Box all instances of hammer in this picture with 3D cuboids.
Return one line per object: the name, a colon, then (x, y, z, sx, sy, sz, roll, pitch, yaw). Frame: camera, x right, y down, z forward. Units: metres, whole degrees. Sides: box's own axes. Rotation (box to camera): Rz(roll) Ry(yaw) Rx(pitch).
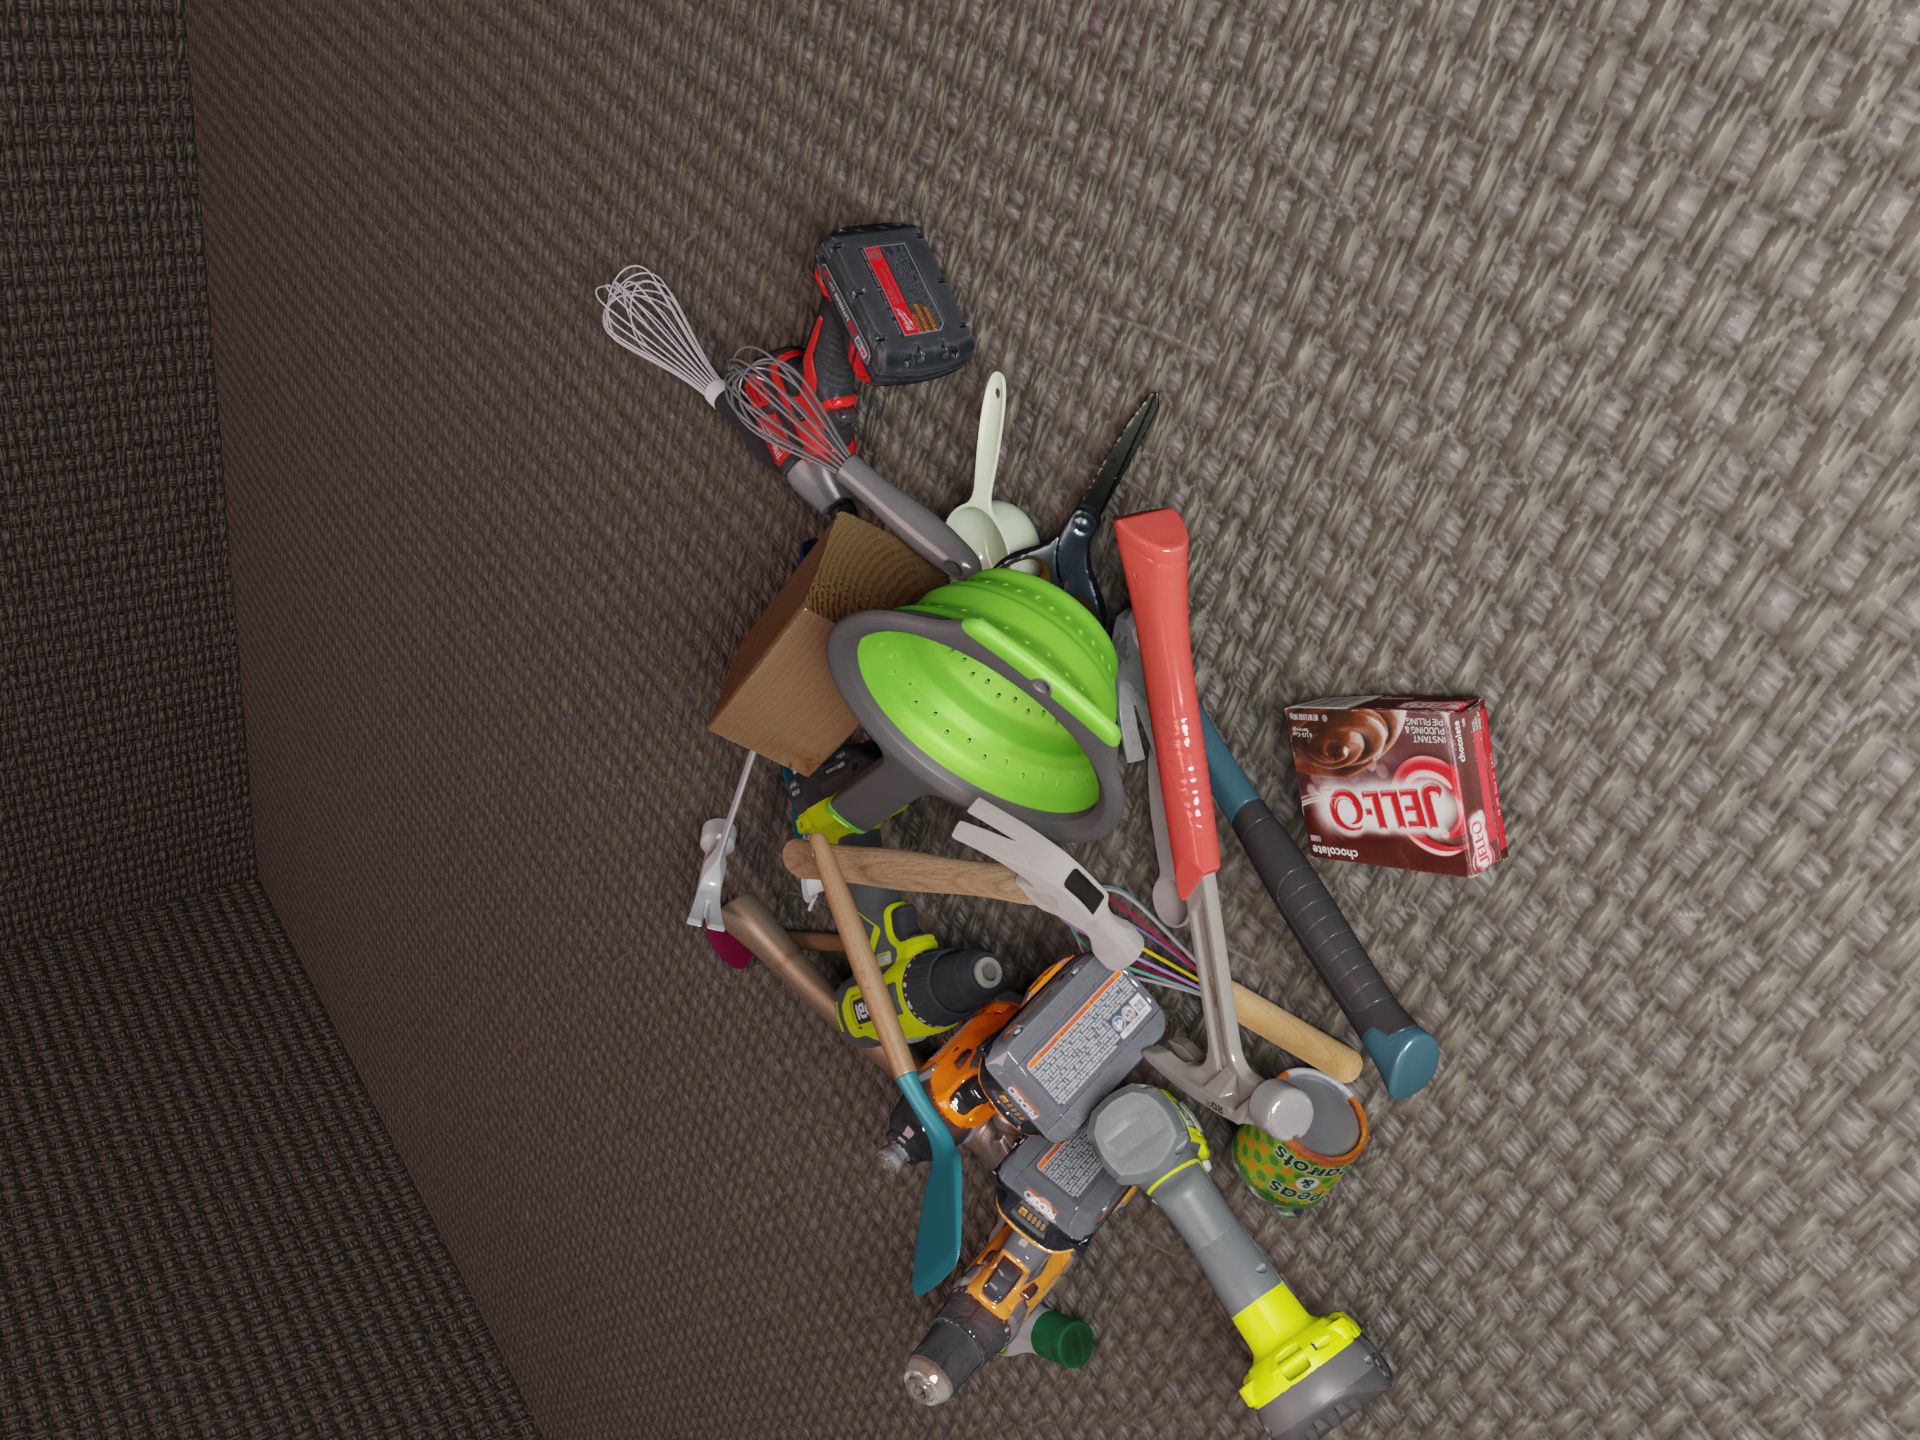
hammer: (-0.176, 0.018, 1.388, 0.144, 0.035, 0.405, -90, 19, -50)
hammer: (0.171, 0.063, 0.911, 0.128, 0.033, 0.331, 101, 148, -51)
hammer: (-0.083, 0.279, 1.388, 0.411, 0.038, 0.146, 33, 131, 38)
hammer: (0.129, 0.057, 0.921, 0.149, 0.036, 0.359, -162, 59, -66)
hammer: (-0.025, 0.104, 1.097, 0.331, 0.031, 0.130, 0, 137, 52)

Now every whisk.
whisk: (-0.221, -0.292, 1.346, 0.285, 0.070, 0.070, 47, 138, 26)
whisk: (0.157, 0.168, 1.033, 0.245, 0.051, 0.047, 27, 146, 42)
whisk: (-0.075, -0.175, 1.091, 0.239, 0.055, 0.055, 41, 138, 11)

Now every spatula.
spatula: (-0.054, 0.216, 1.064, 0.318, 0.044, 0.082, 67, 148, 25)

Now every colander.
colander: (-0.002, -0.003, 1.033, 0.204, 0.094, 0.397, 38, 155, -8)

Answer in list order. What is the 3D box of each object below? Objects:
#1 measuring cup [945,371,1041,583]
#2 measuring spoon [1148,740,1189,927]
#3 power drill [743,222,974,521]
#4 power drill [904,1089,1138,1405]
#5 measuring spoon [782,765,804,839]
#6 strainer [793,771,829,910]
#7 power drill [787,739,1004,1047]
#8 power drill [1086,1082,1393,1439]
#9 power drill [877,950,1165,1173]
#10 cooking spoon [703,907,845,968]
measuring cup: (0.028, -0.154, 1.070, 0.083, 0.038, 0.167, 34, 128, 42)
measuring spoon: (0.138, 0.073, 1.038, 0.034, 0.018, 0.124, 0, 97, 54)
power drill: (-0.082, -0.244, 1.154, 0.219, 0.078, 0.143, -41, 70, 56)
power drill: (0.043, 0.383, 1.150, 0.084, 0.185, 0.226, 36, 131, 17)
measuring spoon: (-0.137, 0.085, 1.425, 0.042, 0.021, 0.128, 42, 144, 42)
strainer: (-0.127, 0.058, 1.339, 0.050, 0.087, 0.258, -2, 122, 10)
power drill: (-0.049, 0.133, 1.233, 0.190, 0.080, 0.229, -31, 71, 53)
power drill: (0.172, 0.335, 1.004, 0.223, 0.080, 0.171, 55, -177, 23)
power drill: (0.030, 0.246, 1.102, 0.084, 0.164, 0.226, 49, 151, 0)
cooking spoon: (-0.171, 0.208, 1.516, 0.319, 0.017, 0.068, -8, 102, 56)
